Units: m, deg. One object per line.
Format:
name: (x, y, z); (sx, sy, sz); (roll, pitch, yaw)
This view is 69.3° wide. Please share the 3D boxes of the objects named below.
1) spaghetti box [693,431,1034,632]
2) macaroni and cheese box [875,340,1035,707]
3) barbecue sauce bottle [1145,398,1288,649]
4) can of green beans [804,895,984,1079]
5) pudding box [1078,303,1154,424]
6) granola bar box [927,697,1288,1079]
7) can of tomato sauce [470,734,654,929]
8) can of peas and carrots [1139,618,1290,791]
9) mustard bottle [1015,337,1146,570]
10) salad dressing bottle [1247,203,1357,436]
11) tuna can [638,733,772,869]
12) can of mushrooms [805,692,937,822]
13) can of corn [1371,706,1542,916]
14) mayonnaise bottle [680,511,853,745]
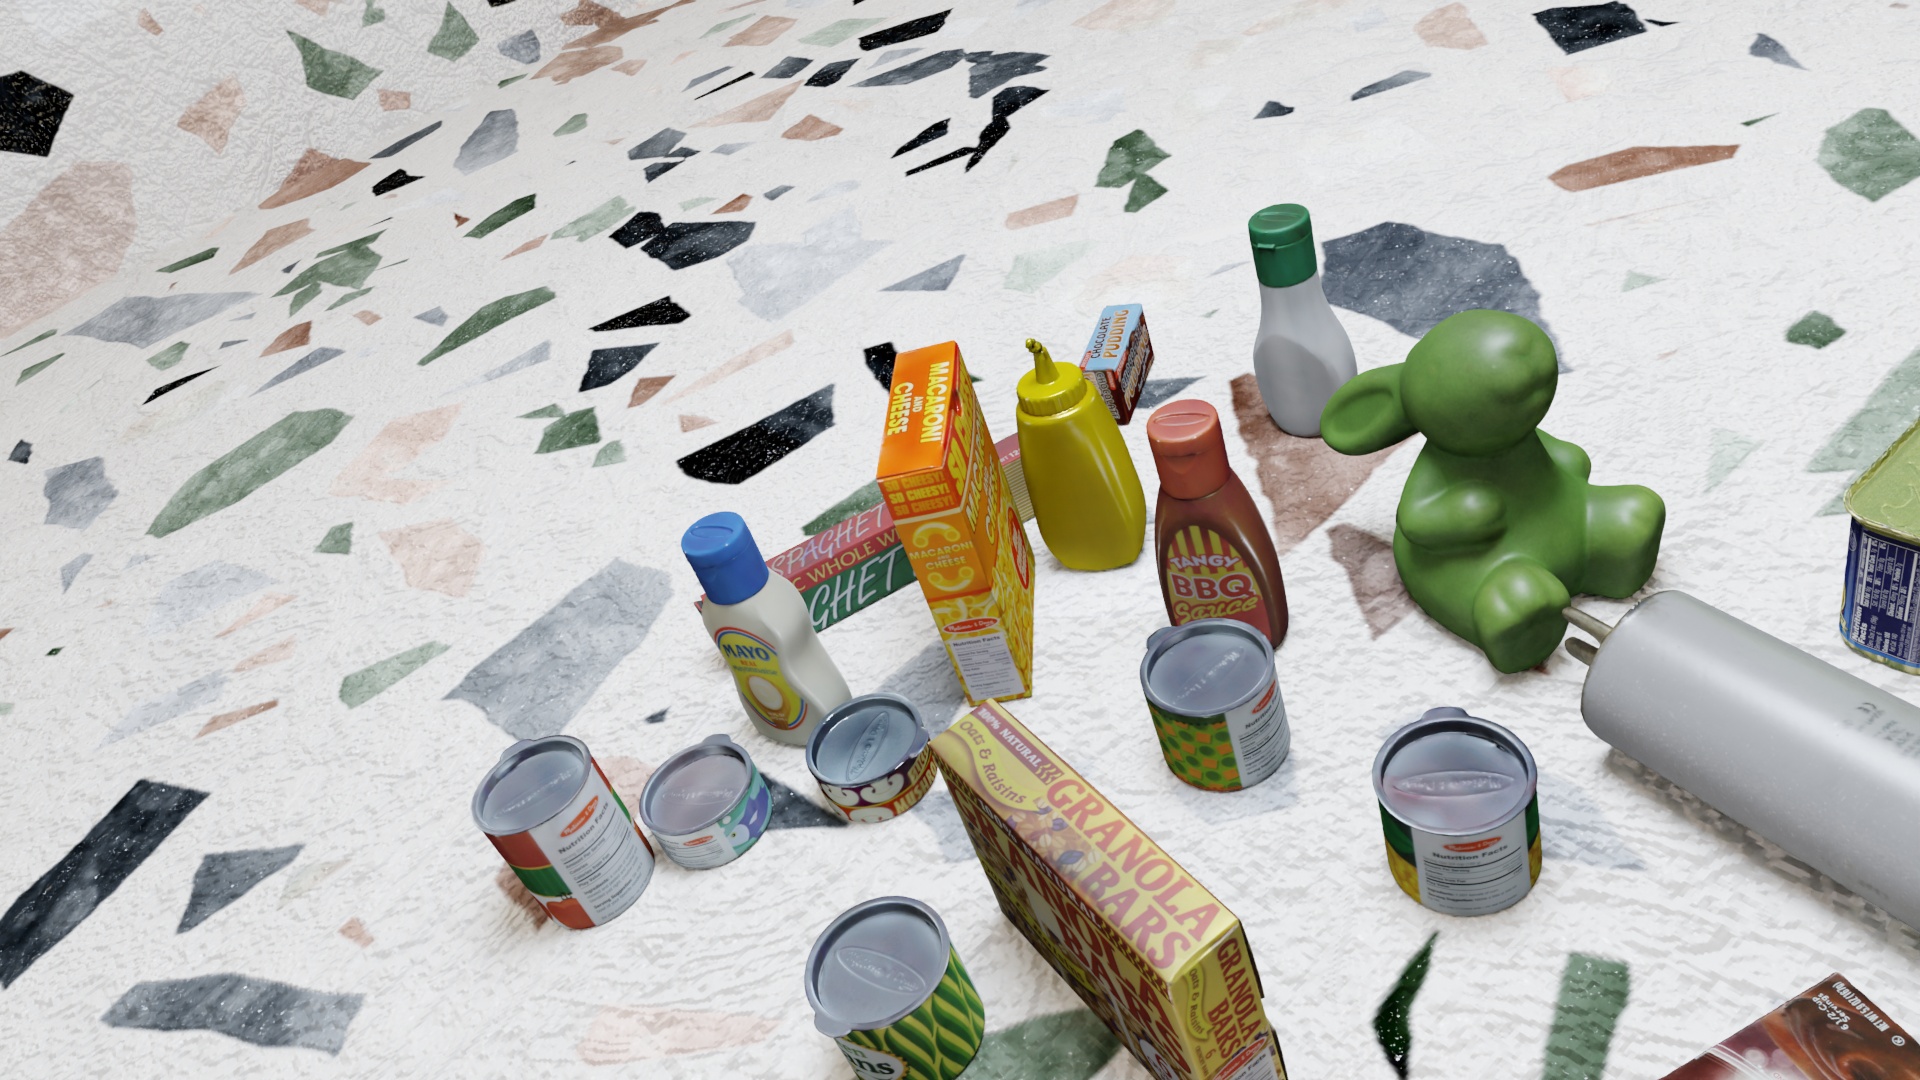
spaghetti box: (-0.045, 0.003, 0.884); (0.250, 0.050, 0.029); (-28, 36, -10)
macaroni and cheese box: (0.003, -0.010, 0.780); (0.040, 0.165, 0.124); (-12, 37, 13)
barbecue sauce bottle: (0.130, -0.005, 0.727); (0.065, 0.148, 0.044); (-2, 40, 24)
can of green beans: (-0.028, 0.202, 0.614); (0.071, 0.057, 0.071); (-13, 37, 10)
pudding box: (0.109, -0.124, 0.975); (0.030, 0.049, 0.084); (-1, 40, 25)
granola bar box: (0.060, 0.155, 0.576); (0.039, 0.123, 0.166); (-33, 38, -16)
can of tomato sauce: (-0.211, 0.155, 0.740); (0.071, 0.082, 0.071); (-13, 37, 10)
can of peas and carrots: (0.126, 0.081, 0.694); (0.071, 0.058, 0.071); (-13, 37, 10)
mustard bottle: (0.065, -0.054, 0.812); (0.065, 0.159, 0.049); (-5, 39, 21)
salad dressing bottle: (0.208, -0.135, 0.858); (0.064, 0.147, 0.044); (15, 49, 39)
tuna can: (-0.138, 0.143, 0.763); (0.071, 0.032, 0.071); (-13, 37, 10)
can of mushrooms: (-0.045, 0.117, 0.751); (0.071, 0.033, 0.071); (-13, 37, 10)
can of corn: (0.216, 0.118, 0.604); (0.071, 0.058, 0.071); (-13, 37, 10)
mayonnaise bottle: (-0.110, 0.051, 0.771); (0.065, 0.147, 0.041); (3, 42, 29)
